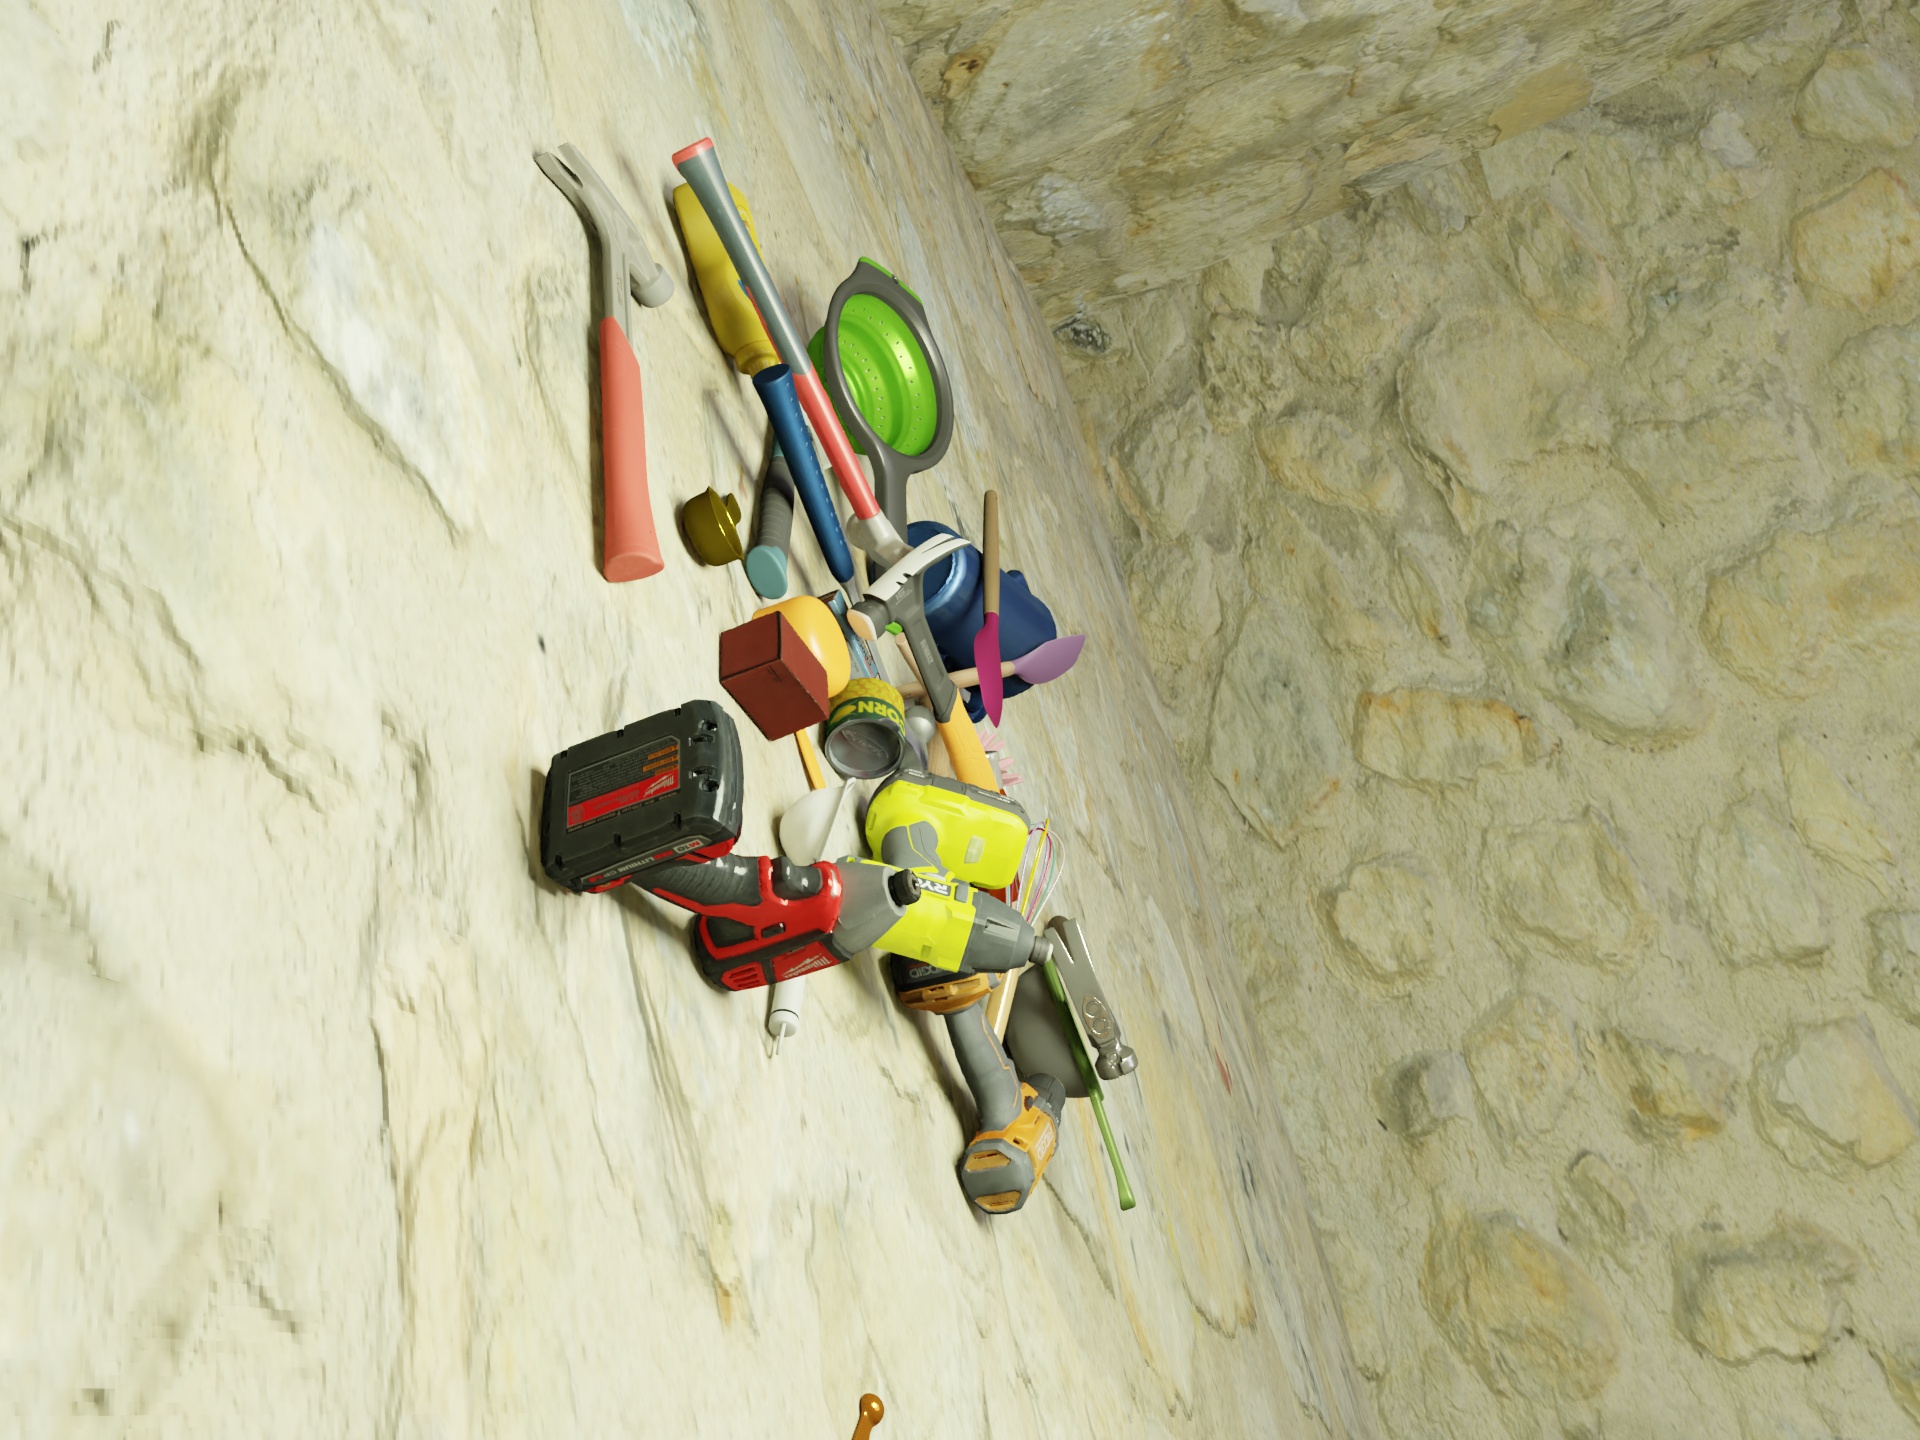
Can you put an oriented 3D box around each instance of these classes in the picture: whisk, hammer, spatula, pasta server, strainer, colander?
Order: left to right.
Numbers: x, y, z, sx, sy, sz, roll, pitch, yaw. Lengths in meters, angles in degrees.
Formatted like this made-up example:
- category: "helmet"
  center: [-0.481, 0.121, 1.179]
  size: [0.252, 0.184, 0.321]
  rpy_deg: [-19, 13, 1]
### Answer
- category: "hammer"
  center: [-0.245, -0.247, 1.124]
  size: [0.149, 0.036, 0.359]
  rpy_deg: [51, 23, -52]
- category: "hammer"
  center: [-0.160, -0.217, 1.409]
  size: [0.331, 0.033, 0.128]
  rpy_deg: [-92, 156, -51]
- category: "hammer"
  center: [-0.137, -0.306, 1.357]
  size: [0.386, 0.038, 0.143]
  rpy_deg: [64, -11, -23]
- category: "strainer"
  center: [-0.110, 0.125, 1.108]
  size: [0.259, 0.050, 0.086]
  rpy_deg: [-85, -164, -48]
- category: "hammer"
  center: [-0.097, -0.115, 1.396]
  size: [0.144, 0.035, 0.405]
  rpy_deg: [-85, 159, -57]
- category: "colander"
  center: [-0.099, -0.264, 1.594]
  size: [0.204, 0.094, 0.397]
  rpy_deg: [24, 58, -50]
- category: "hammer"
  center: [-0.019, 0.091, 1.515]
  size: [0.332, 0.031, 0.129]
  rpy_deg: [-94, 158, -49]
- category: "hammer"
  center: [-0.002, -0.005, 1.428]
  size: [0.127, 0.034, 0.336]
  rpy_deg: [-44, 135, -27]
- category: "pasta server"
  center: [-0.002, -0.009, 1.565]
  size: [0.060, 0.040, 0.316]
  rpy_deg: [64, 4, 31]
- category: "spatula"
  center: [0.035, -0.049, 1.666]
  size: [0.018, 0.059, 0.316]
  rpy_deg: [37, 30, 28]
- category: "whisk"
  center: [0.050, 0.197, 1.461]
  size: [0.051, 0.047, 0.245]
  rpy_deg: [30, 58, -24]
- category: "strainer"
  center: [0.093, 0.340, 1.477]
  size: [0.151, 0.069, 0.257]
  rpy_deg: [68, 2, -54]
- category: "hammer"
  center: [0.112, 0.239, 1.607]
  size: [0.410, 0.038, 0.146]
  rpy_deg: [-109, 177, -87]

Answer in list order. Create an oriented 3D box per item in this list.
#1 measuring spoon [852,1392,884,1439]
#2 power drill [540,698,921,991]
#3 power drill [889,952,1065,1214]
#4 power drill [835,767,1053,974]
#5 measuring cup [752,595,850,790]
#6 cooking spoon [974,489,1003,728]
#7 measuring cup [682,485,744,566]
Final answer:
- category: "measuring spoon"
  center: [-0.058, 0.437, 0.926]
  size: [0.117, 0.011, 0.021]
  rpy_deg: [-69, 137, -69]
- category: "power drill"
  center: [-0.124, 0.083, 0.907]
  size: [0.219, 0.143, 0.079]
  rpy_deg: [48, 28, -50]
- category: "power drill"
  center: [0.028, 0.270, 1.329]
  size: [0.185, 0.084, 0.226]
  rpy_deg: [-31, 104, -70]
- category: "power drill"
  center: [-0.011, 0.123, 1.251]
  size: [0.223, 0.171, 0.080]
  rpy_deg: [-79, -175, -71]
- category: "measuring cup"
  center: [-0.112, -0.018, 1.270]
  size: [0.095, 0.052, 0.174]
  rpy_deg: [25, 44, -70]
- category: "cooking spoon"
  center: [0.030, -0.121, 1.576]
  size: [0.068, 0.017, 0.319]
  rpy_deg: [61, 22, -44]
- category: "measuring cup"
  center: [-0.191, -0.156, 1.245]
  size: [0.157, 0.029, 0.062]
  rpy_deg: [-104, 170, -74]
